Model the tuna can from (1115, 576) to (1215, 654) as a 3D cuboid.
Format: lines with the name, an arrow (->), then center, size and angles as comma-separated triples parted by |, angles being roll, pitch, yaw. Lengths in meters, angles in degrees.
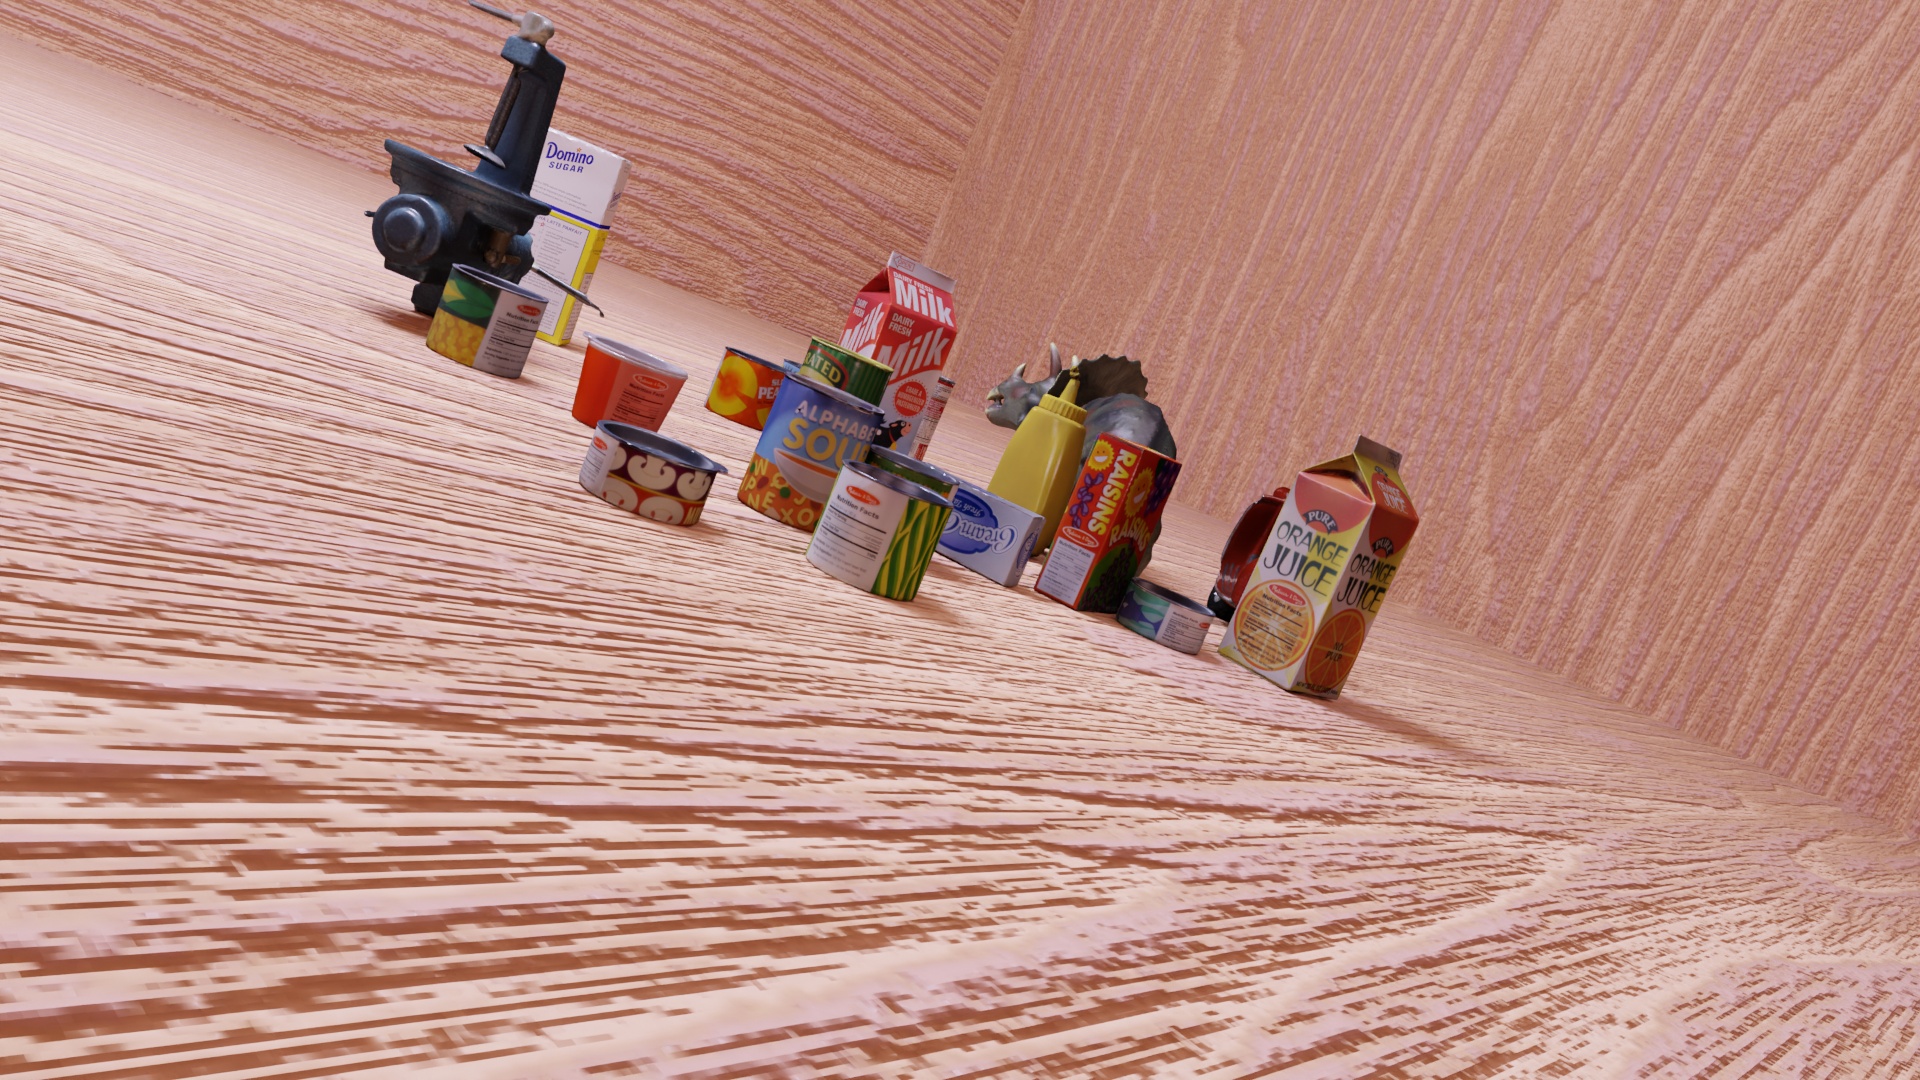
tuna can -> 0.147, 0.054, 1.008 | 0.071, 0.032, 0.071 | 22, 7, -3

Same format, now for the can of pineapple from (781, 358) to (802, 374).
can of pineapple -> -0.160, -0.147, 1.418 | 0.071, 0.057, 0.071 | 23, 7, -3

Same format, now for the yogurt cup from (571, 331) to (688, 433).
yogurt cup -> -0.219, -0.097, 0.907 | 0.072, 0.054, 0.072 | 22, 7, -3

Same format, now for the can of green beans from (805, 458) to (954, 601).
can of green beans -> -0.045, -0.006, 0.763 | 0.071, 0.057, 0.071 | 23, 7, -3

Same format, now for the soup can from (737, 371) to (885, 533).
soup can -> -0.091, -0.053, 0.855 | 0.071, 0.083, 0.071 | 23, 7, -3

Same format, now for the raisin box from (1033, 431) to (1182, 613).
raisin box -> 0.108, -0.011, 1.004 | 0.040, 0.123, 0.086 | 27, 8, 28

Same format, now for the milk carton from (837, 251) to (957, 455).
milk carton -> -0.066, -0.152, 1.221 | 0.072, 0.190, 0.073 | 19, 8, -33

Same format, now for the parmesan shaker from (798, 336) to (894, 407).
parmesan shaker -> -0.098, -0.092, 1.043 | 0.071, 0.103, 0.071 | 23, 7, -3

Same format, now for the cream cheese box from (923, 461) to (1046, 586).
cream cheese box -> 0.003, -0.012, 0.969 | 0.104, 0.053, 0.024 | 26, 8, 25

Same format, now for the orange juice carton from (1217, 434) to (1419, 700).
orange juice carton -> 0.275, 0.016, 1.039 | 0.072, 0.192, 0.073 | 16, 10, -45

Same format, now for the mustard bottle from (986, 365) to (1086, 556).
mustard bottle -> 0.069, -0.068, 1.146 | 0.065, 0.160, 0.049 | 28, 8, 34

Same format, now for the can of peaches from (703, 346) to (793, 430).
can of peaches -> -0.189, -0.135, 1.249 | 0.071, 0.058, 0.071 | 23, 7, -3

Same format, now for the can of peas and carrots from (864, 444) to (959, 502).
can of peas and carrots -> -0.044, -0.025, 0.895 | 0.071, 0.058, 0.071 | 23, 7, -3

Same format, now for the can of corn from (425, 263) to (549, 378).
can of corn -> -0.325, -0.150, 0.949 | 0.071, 0.058, 0.071 | 23, 7, -3

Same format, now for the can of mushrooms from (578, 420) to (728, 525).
can of mushrooms -> -0.159, -0.034, 0.718 | 0.071, 0.033, 0.071 | 22, 7, -3
